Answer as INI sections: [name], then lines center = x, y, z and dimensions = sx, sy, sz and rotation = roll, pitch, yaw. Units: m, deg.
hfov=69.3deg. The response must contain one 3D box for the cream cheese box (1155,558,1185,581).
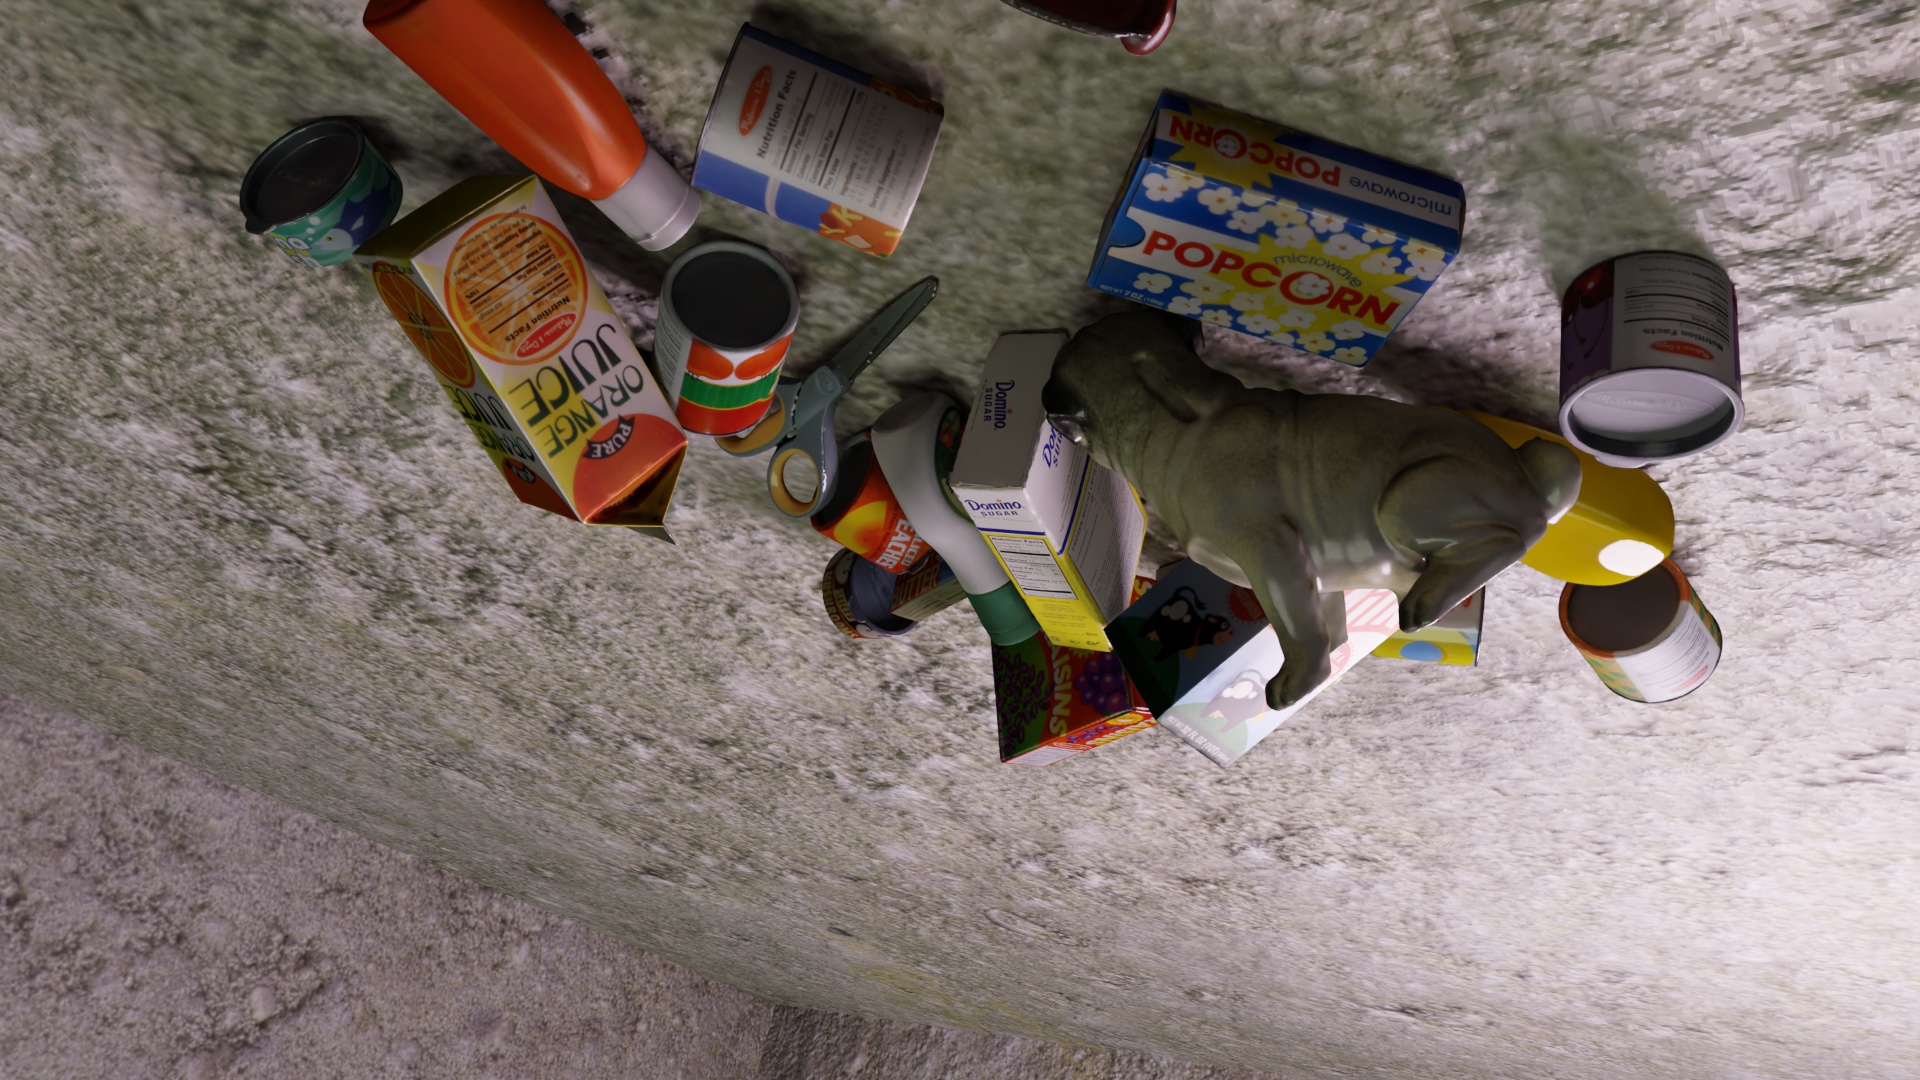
[cream cheese box]
center = 0.142, 0.068, 0.847
dimensions = 0.053, 0.104, 0.024
rotation = 31, 141, -33

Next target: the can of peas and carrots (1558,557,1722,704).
[can of peas and carrots]
center = 0.359, 0.044, 0.739
dimensions = 0.071, 0.071, 0.058
rotation = -11, 144, 40

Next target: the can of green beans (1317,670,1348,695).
[can of green beans]
center = 0.197, 0.054, 0.835
dimensions = 0.058, 0.071, 0.071
rotation = 28, 150, -26

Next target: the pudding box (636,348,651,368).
[pudding box]
center = -0.185, -0.076, 0.810
dimensions = 0.050, 0.030, 0.083
rotation = 20, 153, -10

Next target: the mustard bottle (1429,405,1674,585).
[mustard bottle]
center = 0.261, -0.028, 0.662
dimensions = 0.160, 0.049, 0.065
rotation = 23, 150, -15

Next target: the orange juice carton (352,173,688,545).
[orange juice carton]
center = -0.201, -0.076, 0.681
dimensions = 0.072, 0.073, 0.192
rotation = 14, 139, 46

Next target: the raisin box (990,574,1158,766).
[raisin box]
center = 0.071, 0.080, 0.838
dimensions = 0.040, 0.086, 0.123
rotation = 15, 150, -34

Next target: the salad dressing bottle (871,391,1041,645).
[salad dressing bottle]
center = 0.003, -0.010, 0.767
dimensions = 0.044, 0.064, 0.147
rotation = -12, 119, 31

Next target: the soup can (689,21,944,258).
[soup can]
center = -0.057, -0.157, 0.552
dimensions = 0.084, 0.071, 0.071
rotation = 20, 153, -11

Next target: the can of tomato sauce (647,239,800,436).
[can of tomato sauce]
center = -0.117, -0.100, 0.691
dimensions = 0.071, 0.071, 0.082
rotation = 19, 152, -9

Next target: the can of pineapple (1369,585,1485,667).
[can of pineapple]
center = 0.258, 0.035, 0.768
dimensions = 0.058, 0.071, 0.070
rotation = 5, 152, 19

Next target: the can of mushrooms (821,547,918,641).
[can of mushrooms]
center = -0.058, 0.033, 0.916
dimensions = 0.071, 0.071, 0.033
rotation = 34, 149, -34

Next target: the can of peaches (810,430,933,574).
[can of peaches]
center = -0.046, -0.021, 0.804
dimensions = 0.058, 0.071, 0.071
rotation = 31, 149, -27

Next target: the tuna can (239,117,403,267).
[tuna can]
center = -0.301, -0.162, 0.654
dimensions = 0.071, 0.071, 0.032
rotation = 4, 152, 20

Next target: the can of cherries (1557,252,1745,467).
[can of cherries]
center = 0.276, -0.072, 0.560
dimensions = 0.071, 0.058, 0.071
rotation = 10, 153, 5

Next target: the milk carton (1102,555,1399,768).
[milk carton]
center = 0.176, 0.023, 0.722
dimensions = 0.190, 0.074, 0.072
rotation = -42, 130, 12

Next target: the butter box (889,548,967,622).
[butter box]
center = -0.008, 0.013, 0.871
dimensions = 0.024, 0.053, 0.103
rotation = 23, 153, -23

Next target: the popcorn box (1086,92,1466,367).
[popcorn box]
center = 0.124, -0.122, 0.560
dimensions = 0.127, 0.038, 0.085
rotation = 16, 155, -4

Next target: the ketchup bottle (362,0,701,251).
[ketchup bottle]
center = -0.171, -0.181, 0.583
dimensions = 0.064, 0.044, 0.148
rotation = -5, 148, 35
